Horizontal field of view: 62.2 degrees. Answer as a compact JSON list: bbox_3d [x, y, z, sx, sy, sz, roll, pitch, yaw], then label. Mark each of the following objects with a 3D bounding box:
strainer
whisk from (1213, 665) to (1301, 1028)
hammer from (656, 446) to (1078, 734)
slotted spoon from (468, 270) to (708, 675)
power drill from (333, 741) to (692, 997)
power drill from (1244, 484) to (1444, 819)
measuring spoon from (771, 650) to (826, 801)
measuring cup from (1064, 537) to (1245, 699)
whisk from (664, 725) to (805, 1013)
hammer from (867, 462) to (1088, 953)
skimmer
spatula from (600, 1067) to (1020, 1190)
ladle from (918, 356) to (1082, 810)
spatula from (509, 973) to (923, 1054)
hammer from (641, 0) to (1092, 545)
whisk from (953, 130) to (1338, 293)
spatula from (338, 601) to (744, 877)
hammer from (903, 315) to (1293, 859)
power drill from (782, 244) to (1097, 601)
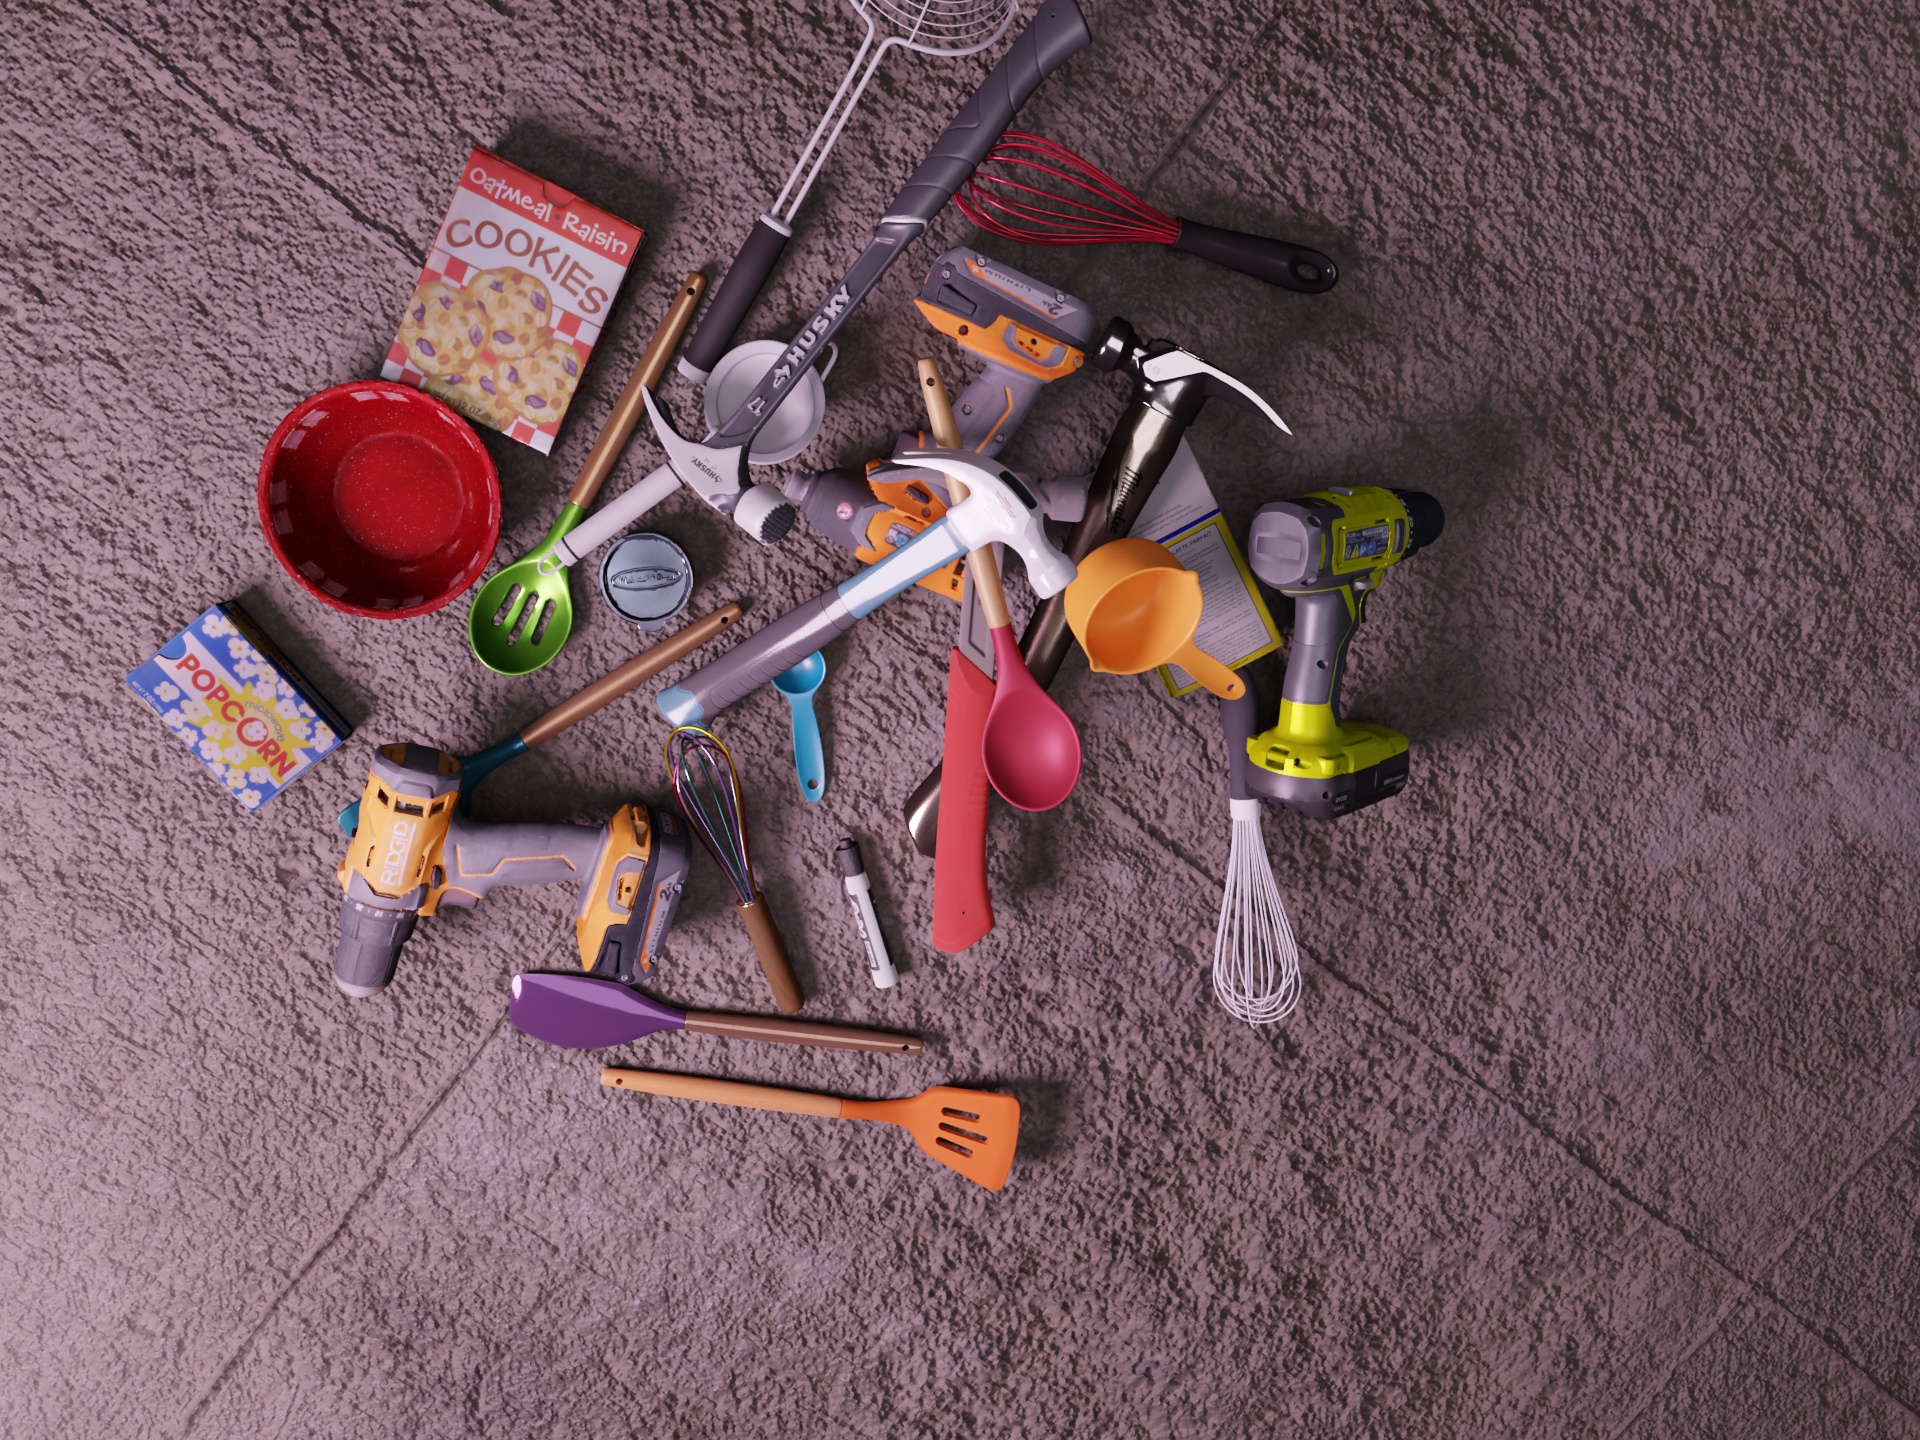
[{"bbox_3d":[-0.190,-0.180,1.109,0.258,0.050,0.087,-36,86,-1],"label":"strainer"},{"bbox_3d":[0.220,0.097,1.218,0.070,0.070,0.284,-5,98,-5],"label":"whisk"},{"bbox_3d":[-0.084,-0.073,1.081,0.331,0.033,0.128,-29,98,30],"label":"hammer"},{"bbox_3d":[-0.256,-0.174,1.122,0.070,0.031,0.314,28,96,-11],"label":"slotted spoon"},{"bbox_3d":[-0.324,0.126,1.130,0.226,0.084,0.185,15,106,-21],"label":"power drill"},{"bbox_3d":[0.282,-0.058,1.156,0.190,0.080,0.228,-14,112,-41],"label":"power drill"},{"bbox_3d":[-0.116,-0.001,1.183,0.042,0.021,0.128,-7,112,-5],"label":"measuring spoon"},{"bbox_3d":[0.141,-0.065,1.106,0.095,0.052,0.173,-45,134,15],"label":"measuring cup"},{"bbox_3d":[-0.161,0.113,1.177,0.047,0.051,0.244,-21,111,-6],"label":"whisk"},{"bbox_3d":[-0.002,-0.004,1.128,0.149,0.037,0.359,4,109,-3],"label":"hammer"},{"bbox_3d":[-0.090,-0.394,1.092,0.127,0.090,0.363,32,107,-6],"label":"skimmer"},{"bbox_3d":[-0.117,0.300,1.231,0.322,0.041,0.081,9,102,-7],"label":"spatula"},{"bbox_3d":[0.018,-0.088,1.068,0.069,0.031,0.315,-14,107,7],"label":"ladle"},{"bbox_3d":[-0.185,0.235,1.221,0.316,0.018,0.059,7,104,-6],"label":"spatula"},{"bbox_3d":[-0.053,-0.314,1.052,0.149,0.036,0.409,40,92,25],"label":"hammer"},{"bbox_3d":[0.133,-0.348,1.114,0.295,0.073,0.073,11,101,-15],"label":"whisk"},{"bbox_3d":[-0.291,0.006,1.148,0.317,0.044,0.082,-32,118,0],"label":"spatula"},{"bbox_3d":[0.078,-0.071,1.142,0.146,0.038,0.410,26,107,-5],"label":"hammer"},{"bbox_3d":[-0.016,-0.211,1.114,0.164,0.084,0.226,22,103,-10],"label":"power drill"}]
